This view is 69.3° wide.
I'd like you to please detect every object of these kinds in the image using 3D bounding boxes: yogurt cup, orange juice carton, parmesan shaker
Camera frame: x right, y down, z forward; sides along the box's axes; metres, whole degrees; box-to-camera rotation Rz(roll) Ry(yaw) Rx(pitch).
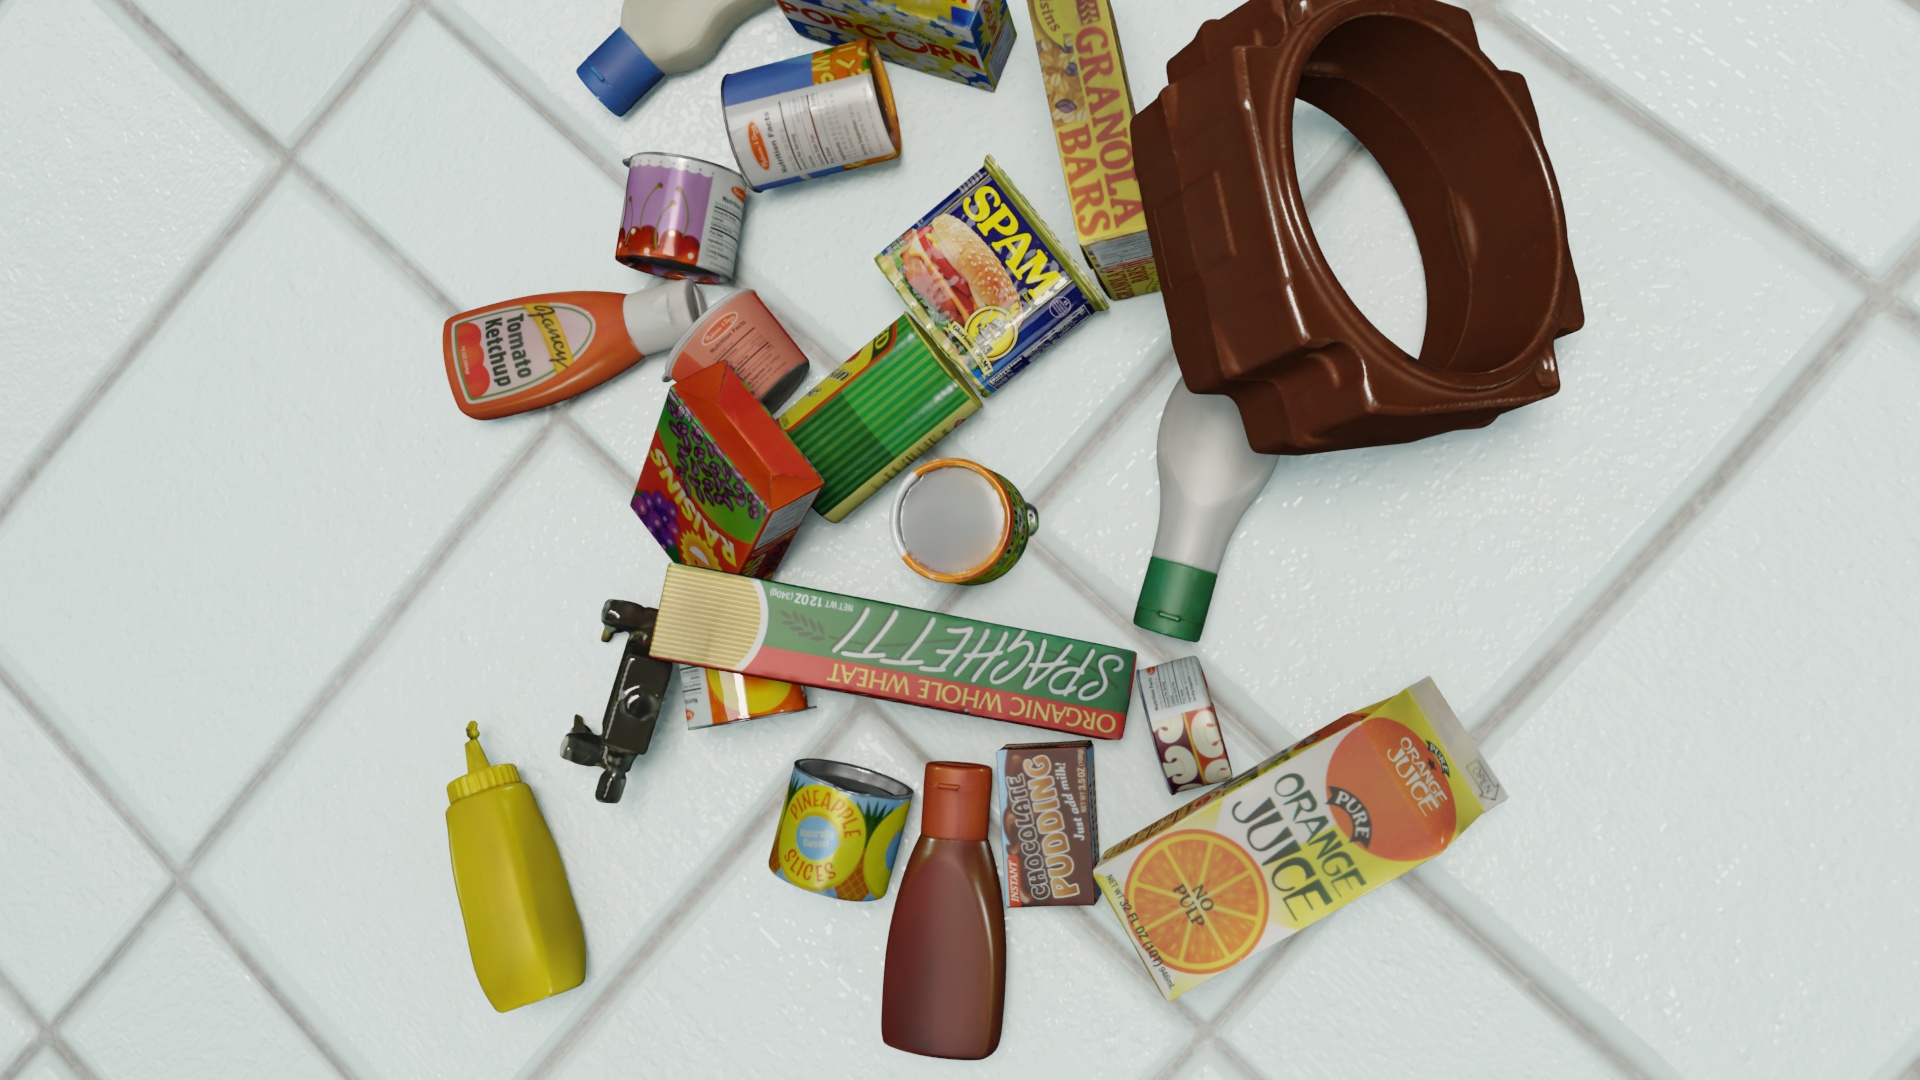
[{"bbox_3d":[-0.121,-0.098,0.768,0.054,0.072,0.072,44,95,2],"label":"yogurt cup"},{"bbox_3d":[0.167,0.144,0.689,0.192,0.073,0.072,-31,81,7],"label":"orange juice carton"},{"bbox_3d":[-0.048,-0.065,0.746,0.103,0.071,0.071,-38,80,7],"label":"parmesan shaker"}]

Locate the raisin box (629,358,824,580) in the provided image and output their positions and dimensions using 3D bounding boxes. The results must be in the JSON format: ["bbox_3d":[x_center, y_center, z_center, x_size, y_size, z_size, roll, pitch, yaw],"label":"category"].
[{"bbox_3d":[-0.127,-0.025,0.738,0.040,0.122,0.086,-33,78,-35],"label":"raisin box"}]

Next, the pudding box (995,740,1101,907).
[{"bbox_3d":[0.047,0.149,0.734,0.049,0.030,0.083,-3,85,12],"label":"pudding box"}]

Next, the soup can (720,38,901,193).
[{"bbox_3d":[-0.081,-0.236,0.769,0.084,0.071,0.071,-11,85,9],"label":"soup can"}]

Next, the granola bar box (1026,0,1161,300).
[{"bbox_3d":[0.069,-0.216,0.706,0.039,0.124,0.165,-13,84,12],"label":"granola bar box"}]

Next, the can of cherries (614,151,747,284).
[{"bbox_3d":[-0.159,-0.180,0.779,0.071,0.071,0.058,9,90,12],"label":"can of cherries"}]

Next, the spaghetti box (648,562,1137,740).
[{"bbox_3d":[-0.032,0.059,0.718,0.250,0.028,0.050,11,82,-6],"label":"spaghetti box"}]

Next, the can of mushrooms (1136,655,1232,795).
[{"bbox_3d":[0.115,0.095,0.708,0.033,0.071,0.071,-17,84,9],"label":"can of mushrooms"}]

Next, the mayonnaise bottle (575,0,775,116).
[{"bbox_3d":[-0.156,-0.308,0.800,0.148,0.041,0.065,-41,86,7],"label":"mayonnaise bottle"}]

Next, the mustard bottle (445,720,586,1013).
[{"bbox_3d":[-0.255,0.178,0.777,0.049,0.065,0.160,-21,77,4],"label":"mustard bottle"}]

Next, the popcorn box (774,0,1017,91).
[{"bbox_3d":[-0.039,-0.292,0.752,0.127,0.085,0.038,19,89,11],"label":"popcorn box"}]

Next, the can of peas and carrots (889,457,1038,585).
[{"bbox_3d":[0.003,-0.009,0.739,0.071,0.059,0.071,-1,87,11],"label":"can of peas and carrots"}]

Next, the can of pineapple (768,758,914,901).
[{"bbox_3d":[-0.064,0.153,0.736,0.071,0.071,0.058,15,90,12],"label":"can of pineapple"}]

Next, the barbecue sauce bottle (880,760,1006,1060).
[{"bbox_3d":[-0.006,0.193,0.735,0.065,0.043,0.148,3,86,16],"label":"barbecue sauce bottle"}]

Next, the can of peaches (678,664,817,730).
[{"bbox_3d":[-0.117,0.069,0.755,0.071,0.071,0.058,-11,84,10],"label":"can of peaches"}]

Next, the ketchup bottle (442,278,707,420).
[{"bbox_3d":[-0.220,-0.115,0.798,0.149,0.043,0.065,-13,85,10],"label":"ketchup bottle"}]

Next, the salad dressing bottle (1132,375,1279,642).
[{"bbox_3d":[0.126,-0.022,0.724,0.064,0.044,0.147,16,91,10],"label":"salad dressing bottle"}]
